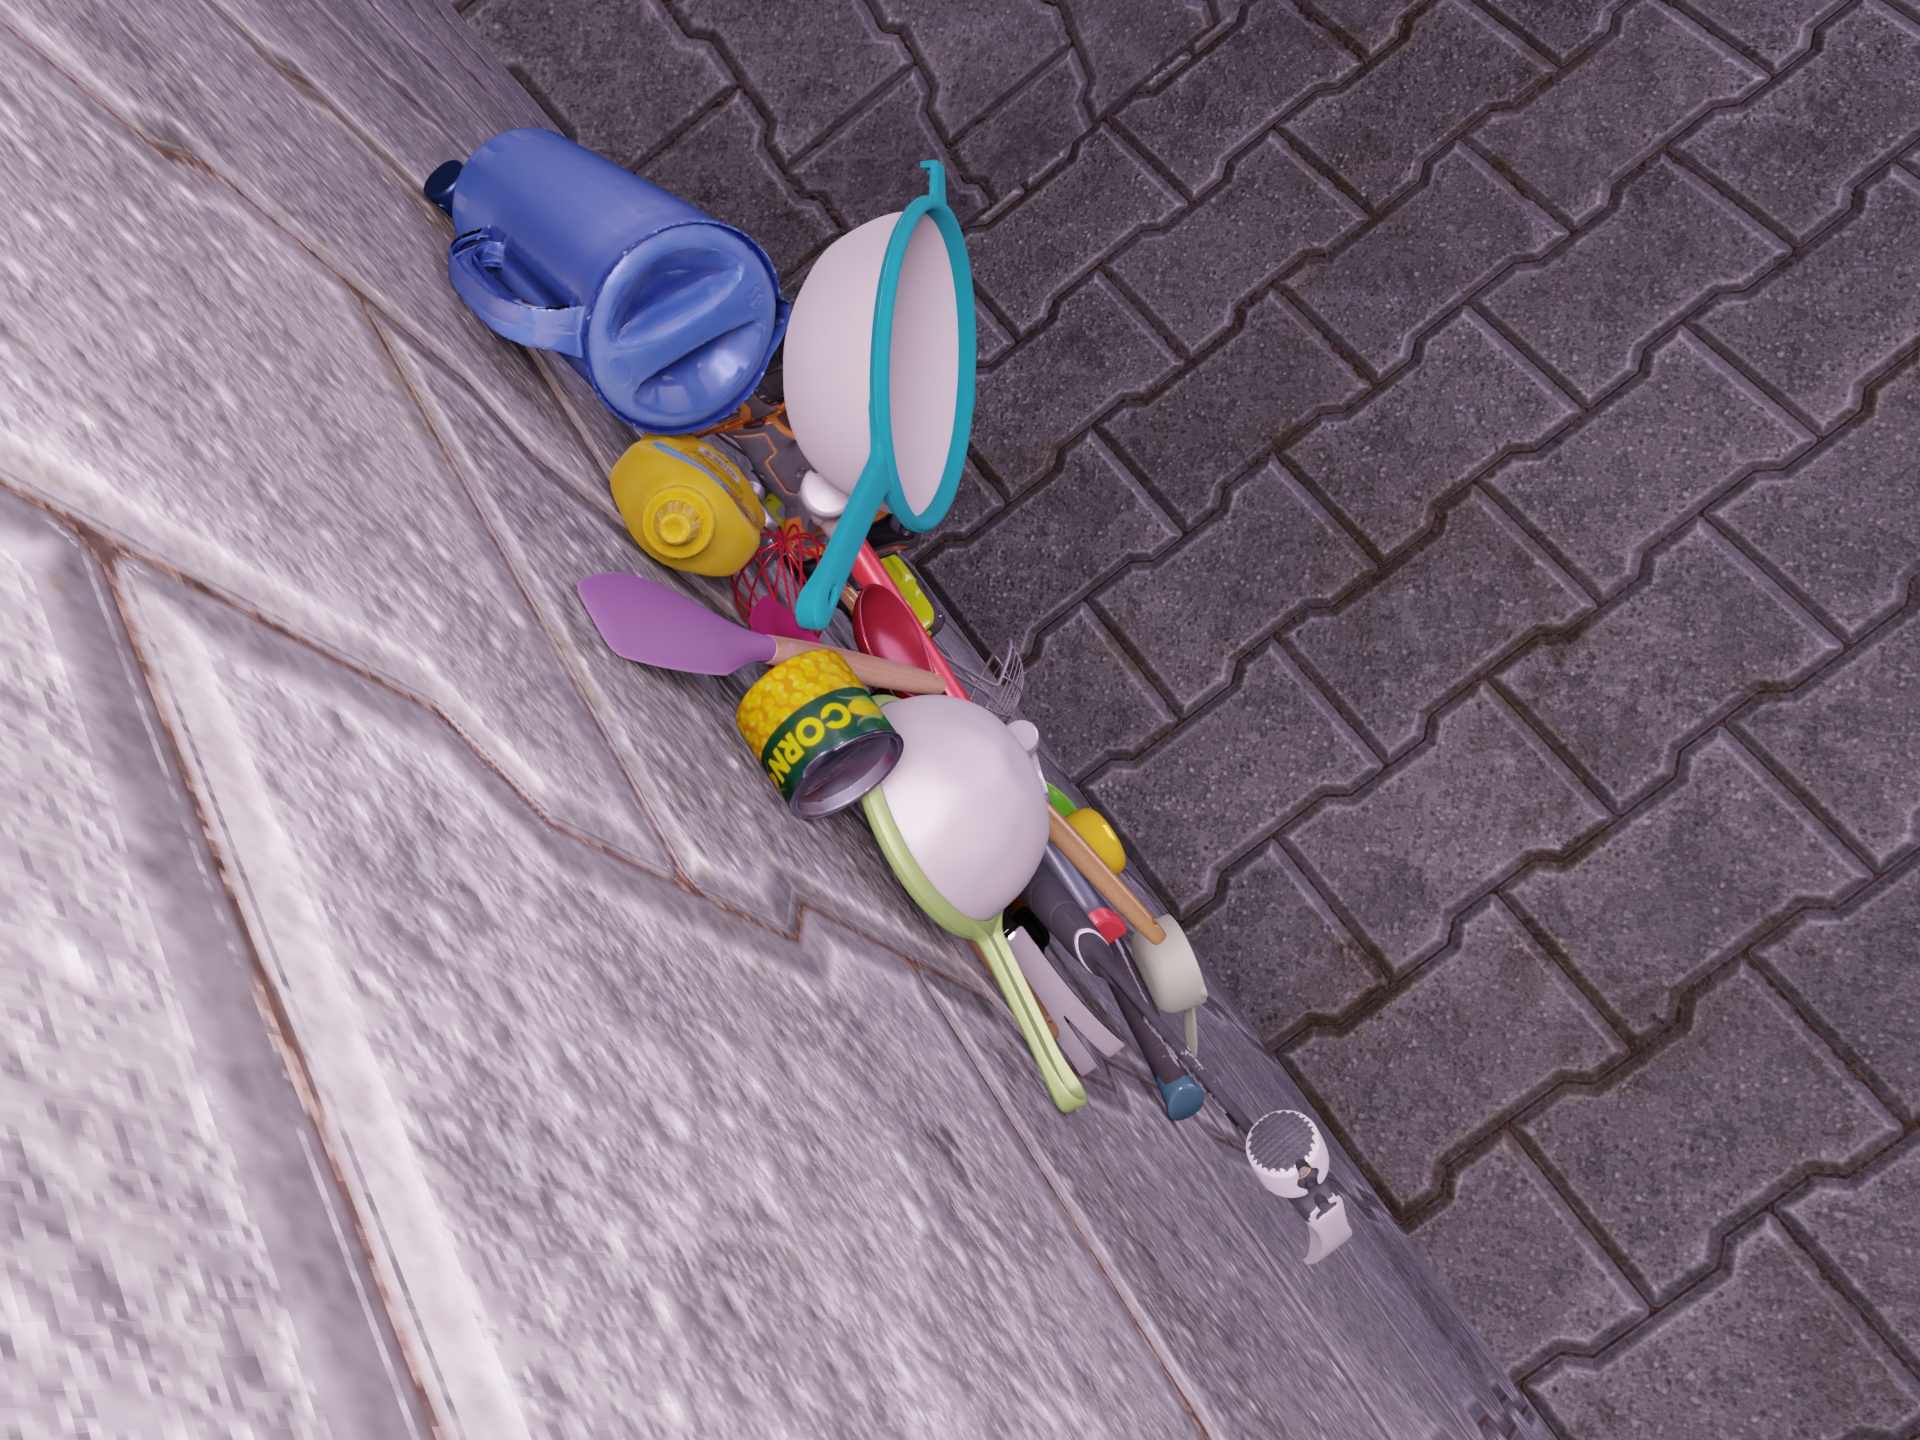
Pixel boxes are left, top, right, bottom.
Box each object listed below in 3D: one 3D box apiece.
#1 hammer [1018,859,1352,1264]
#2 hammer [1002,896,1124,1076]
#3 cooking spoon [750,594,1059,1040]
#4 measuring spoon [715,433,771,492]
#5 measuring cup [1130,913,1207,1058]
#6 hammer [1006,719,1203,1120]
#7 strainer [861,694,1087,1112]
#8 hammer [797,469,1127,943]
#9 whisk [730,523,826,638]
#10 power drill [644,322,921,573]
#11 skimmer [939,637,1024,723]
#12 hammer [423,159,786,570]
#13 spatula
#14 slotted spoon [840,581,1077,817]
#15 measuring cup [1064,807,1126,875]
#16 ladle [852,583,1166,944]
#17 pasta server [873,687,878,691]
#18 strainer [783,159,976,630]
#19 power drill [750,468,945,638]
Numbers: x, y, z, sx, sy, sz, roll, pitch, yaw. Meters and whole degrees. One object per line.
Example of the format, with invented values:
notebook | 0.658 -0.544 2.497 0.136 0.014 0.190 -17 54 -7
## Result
hammer | 0.092 0.150 0.933 0.409 0.036 0.149 48 -9 47
hammer | 0.056 0.152 1.150 0.127 0.034 0.337 51 5 -3
cooking spoon | -0.029 0.064 0.907 0.318 0.017 0.069 57 23 -18
measuring spoon | -0.185 -0.221 1.337 0.034 0.018 0.124 54 12 33
measuring cup | 0.171 0.230 1.300 0.083 0.038 0.167 -119 -167 -48
hammer | 0.110 0.163 1.278 0.128 0.033 0.331 84 -17 -63
strainer | 0.029 0.089 0.885 0.256 0.069 0.151 64 19 9
hammer | -0.002 -0.004 1.138 0.386 0.038 0.143 58 -7 1
whisk | -0.104 -0.048 1.003 0.073 0.073 0.296 49 12 -32
power drill | -0.110 -0.213 1.202 0.226 0.185 0.084 41 44 -44
skimmer | -0.031 -0.062 1.606 0.090 0.127 0.363 25 -1 31
hammer | -0.258 -0.265 1.235 0.405 0.035 0.144 47 6 -45
spatula | -0.090 -0.037 0.842 0.060 0.018 0.315 58 21 21
slotted spoon | -0.008 -0.010 1.412 0.314 0.031 0.070 48 33 -1
measuring cup | 0.080 0.076 1.186 0.062 0.029 0.157 63 -9 -23
ladle | 0.033 0.036 1.064 0.315 0.031 0.069 47 35 -9
pasta server | -0.053 -0.021 1.353 0.060 0.040 0.316 57 1 -19
strainer | -0.075 -0.183 0.991 0.210 0.095 0.341 79 22 -47
power drill | -0.106 -0.145 1.569 0.191 0.080 0.228 54 8 32
